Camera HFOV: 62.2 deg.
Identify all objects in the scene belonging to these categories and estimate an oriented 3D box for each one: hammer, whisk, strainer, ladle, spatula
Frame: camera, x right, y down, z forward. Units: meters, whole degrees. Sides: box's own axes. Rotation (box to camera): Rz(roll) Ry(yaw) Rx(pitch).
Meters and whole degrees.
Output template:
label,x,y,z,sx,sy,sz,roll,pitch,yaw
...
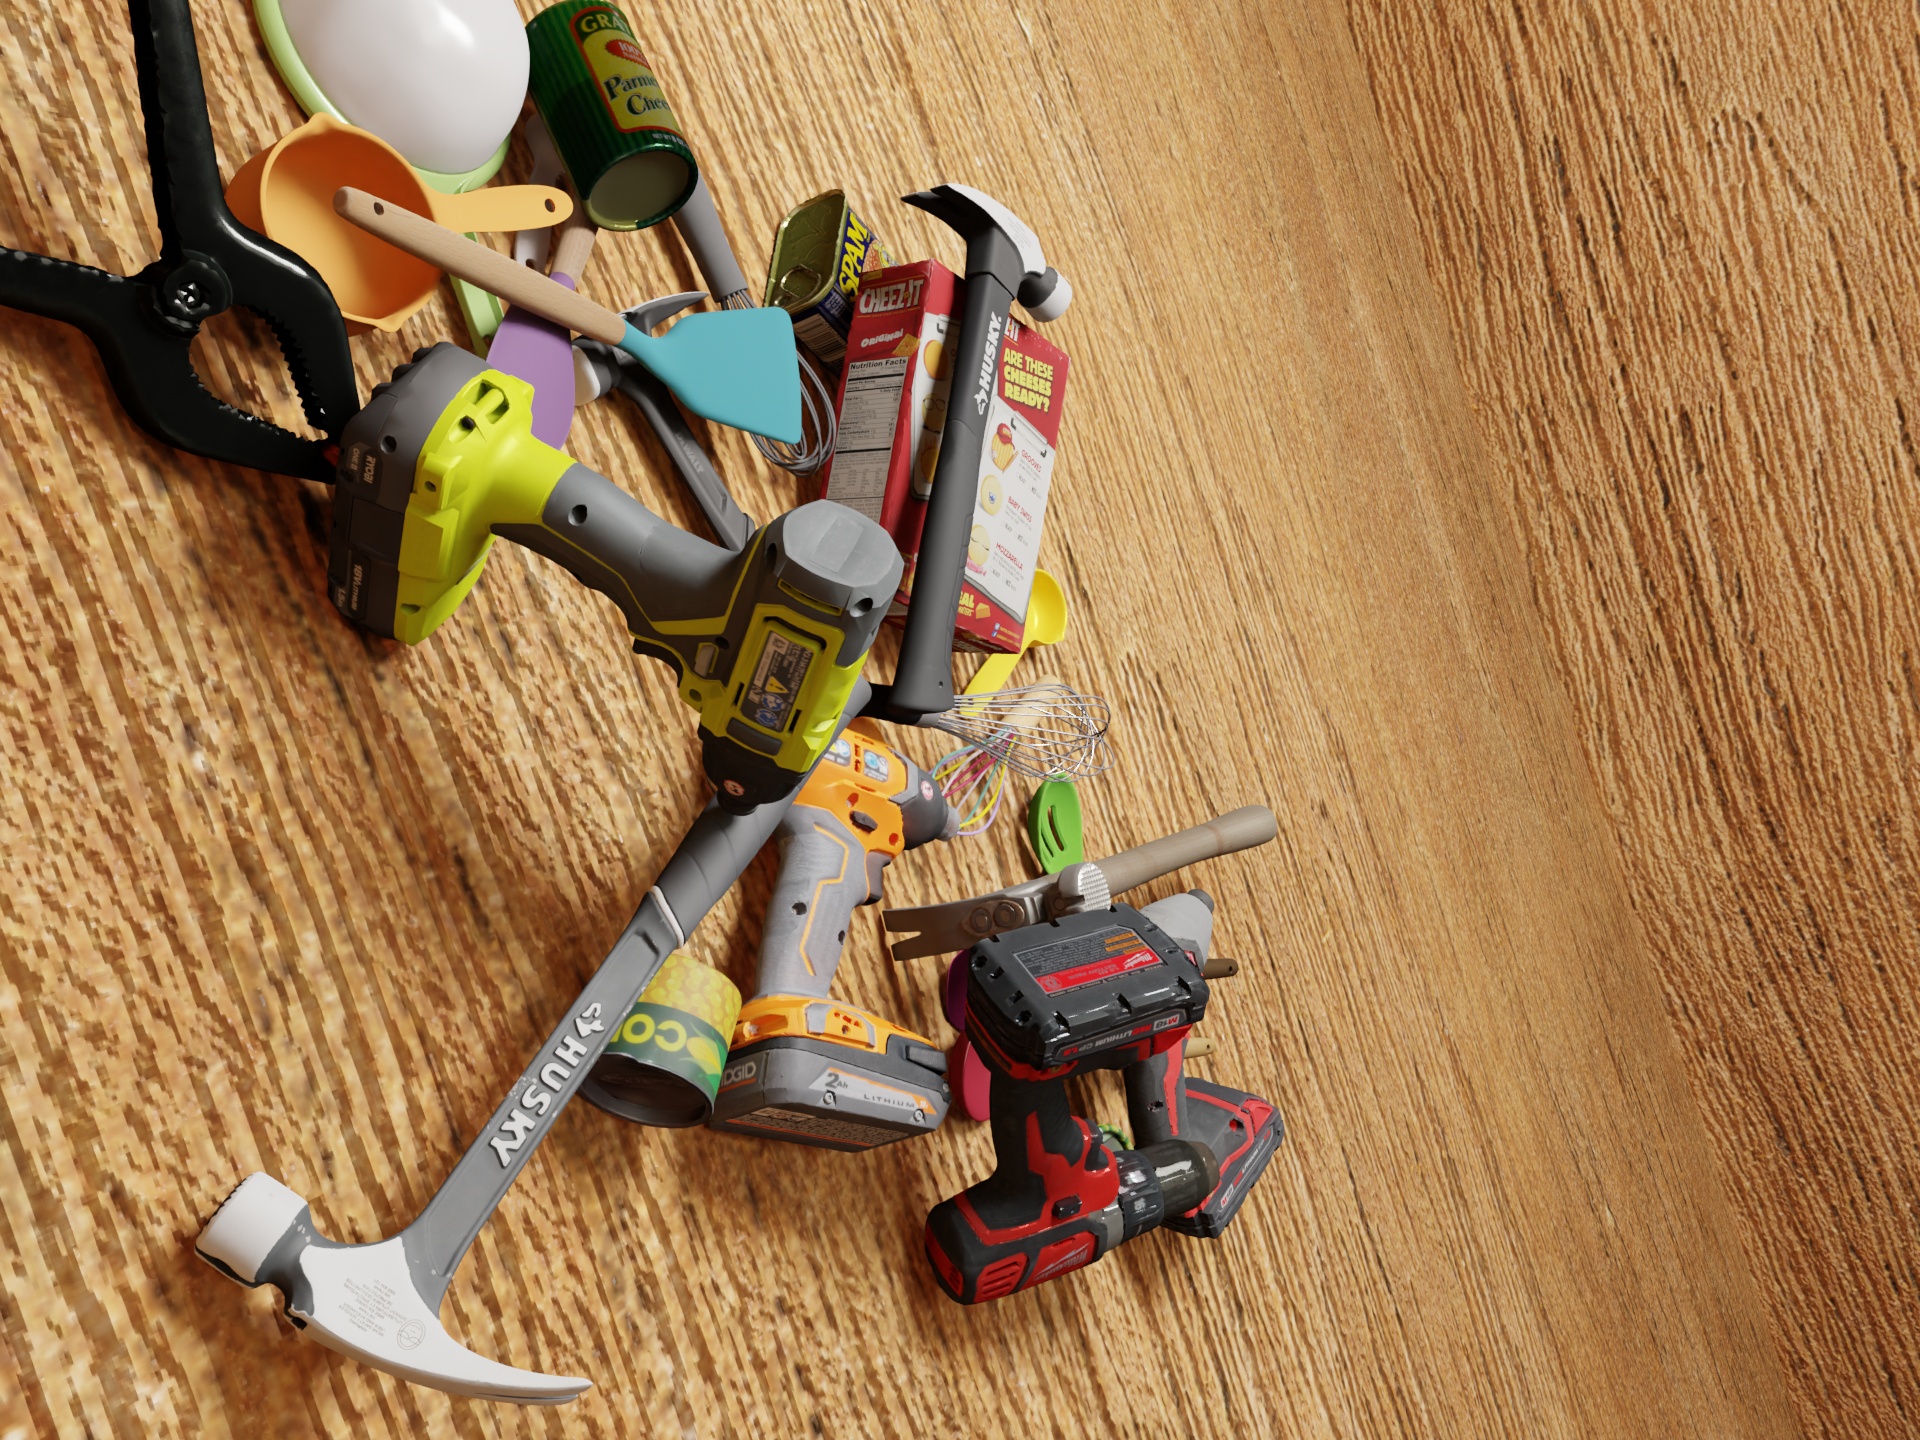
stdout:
label,x,y,z,sx,sy,sz,roll,pitch,yaw
hammer,0.112,0.101,1.087,0.410,0.146,0.038,-8,83,-59
hammer,-0.113,-0.085,0.932,0.336,0.034,0.127,61,35,-18
whisk,0.021,0.018,1.086,0.051,0.047,0.245,64,29,-12
strainer,-0.250,-0.296,0.790,0.151,0.069,0.256,-19,90,-58
whisk,-0.138,-0.259,0.958,0.055,0.055,0.239,-38,106,-56
ladle,0.089,0.226,1.073,0.315,0.031,0.069,10,86,-50
hammer,-0.003,-0.159,0.942,0.146,0.035,0.335,32,61,-49
hammer,-0.137,0.105,0.711,0.149,0.036,0.409,36,46,-5
spatula,-0.205,-0.244,0.843,0.059,0.018,0.316,54,27,-42
spatula,-0.180,-0.206,0.792,0.317,0.044,0.082,8,75,-65
whisk,-0.001,-0.002,0.974,0.284,0.070,0.070,9,67,-46

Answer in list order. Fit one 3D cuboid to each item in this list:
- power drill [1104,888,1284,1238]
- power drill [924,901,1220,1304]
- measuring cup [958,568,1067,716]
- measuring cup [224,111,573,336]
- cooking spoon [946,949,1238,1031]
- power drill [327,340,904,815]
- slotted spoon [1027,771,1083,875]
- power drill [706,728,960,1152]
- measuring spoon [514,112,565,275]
label,x,y,z,sx,sy,sz,roll,pitch,yaw
power drill,0.144,0.225,1.065,0.143,0.079,0.219,-44,127,-37
power drill,0.077,0.218,0.894,0.188,0.080,0.226,-10,123,-26
measuring cup,0.029,-0.051,1.150,0.062,0.029,0.157,57,47,-23
measuring cup,-0.259,-0.229,0.742,0.173,0.052,0.095,-31,110,-51
cooking spoon,0.100,0.179,1.106,0.318,0.017,0.069,6,86,-46
power drill,-0.152,-0.052,0.691,0.223,0.171,0.080,26,43,-2
slotted spoon,0.107,0.187,1.145,0.070,0.031,0.313,-30,103,-56
power drill,-0.061,0.110,0.860,0.164,0.084,0.227,22,54,-38
measuring spoon,-0.226,-0.286,0.870,0.034,0.018,0.124,33,49,-46
